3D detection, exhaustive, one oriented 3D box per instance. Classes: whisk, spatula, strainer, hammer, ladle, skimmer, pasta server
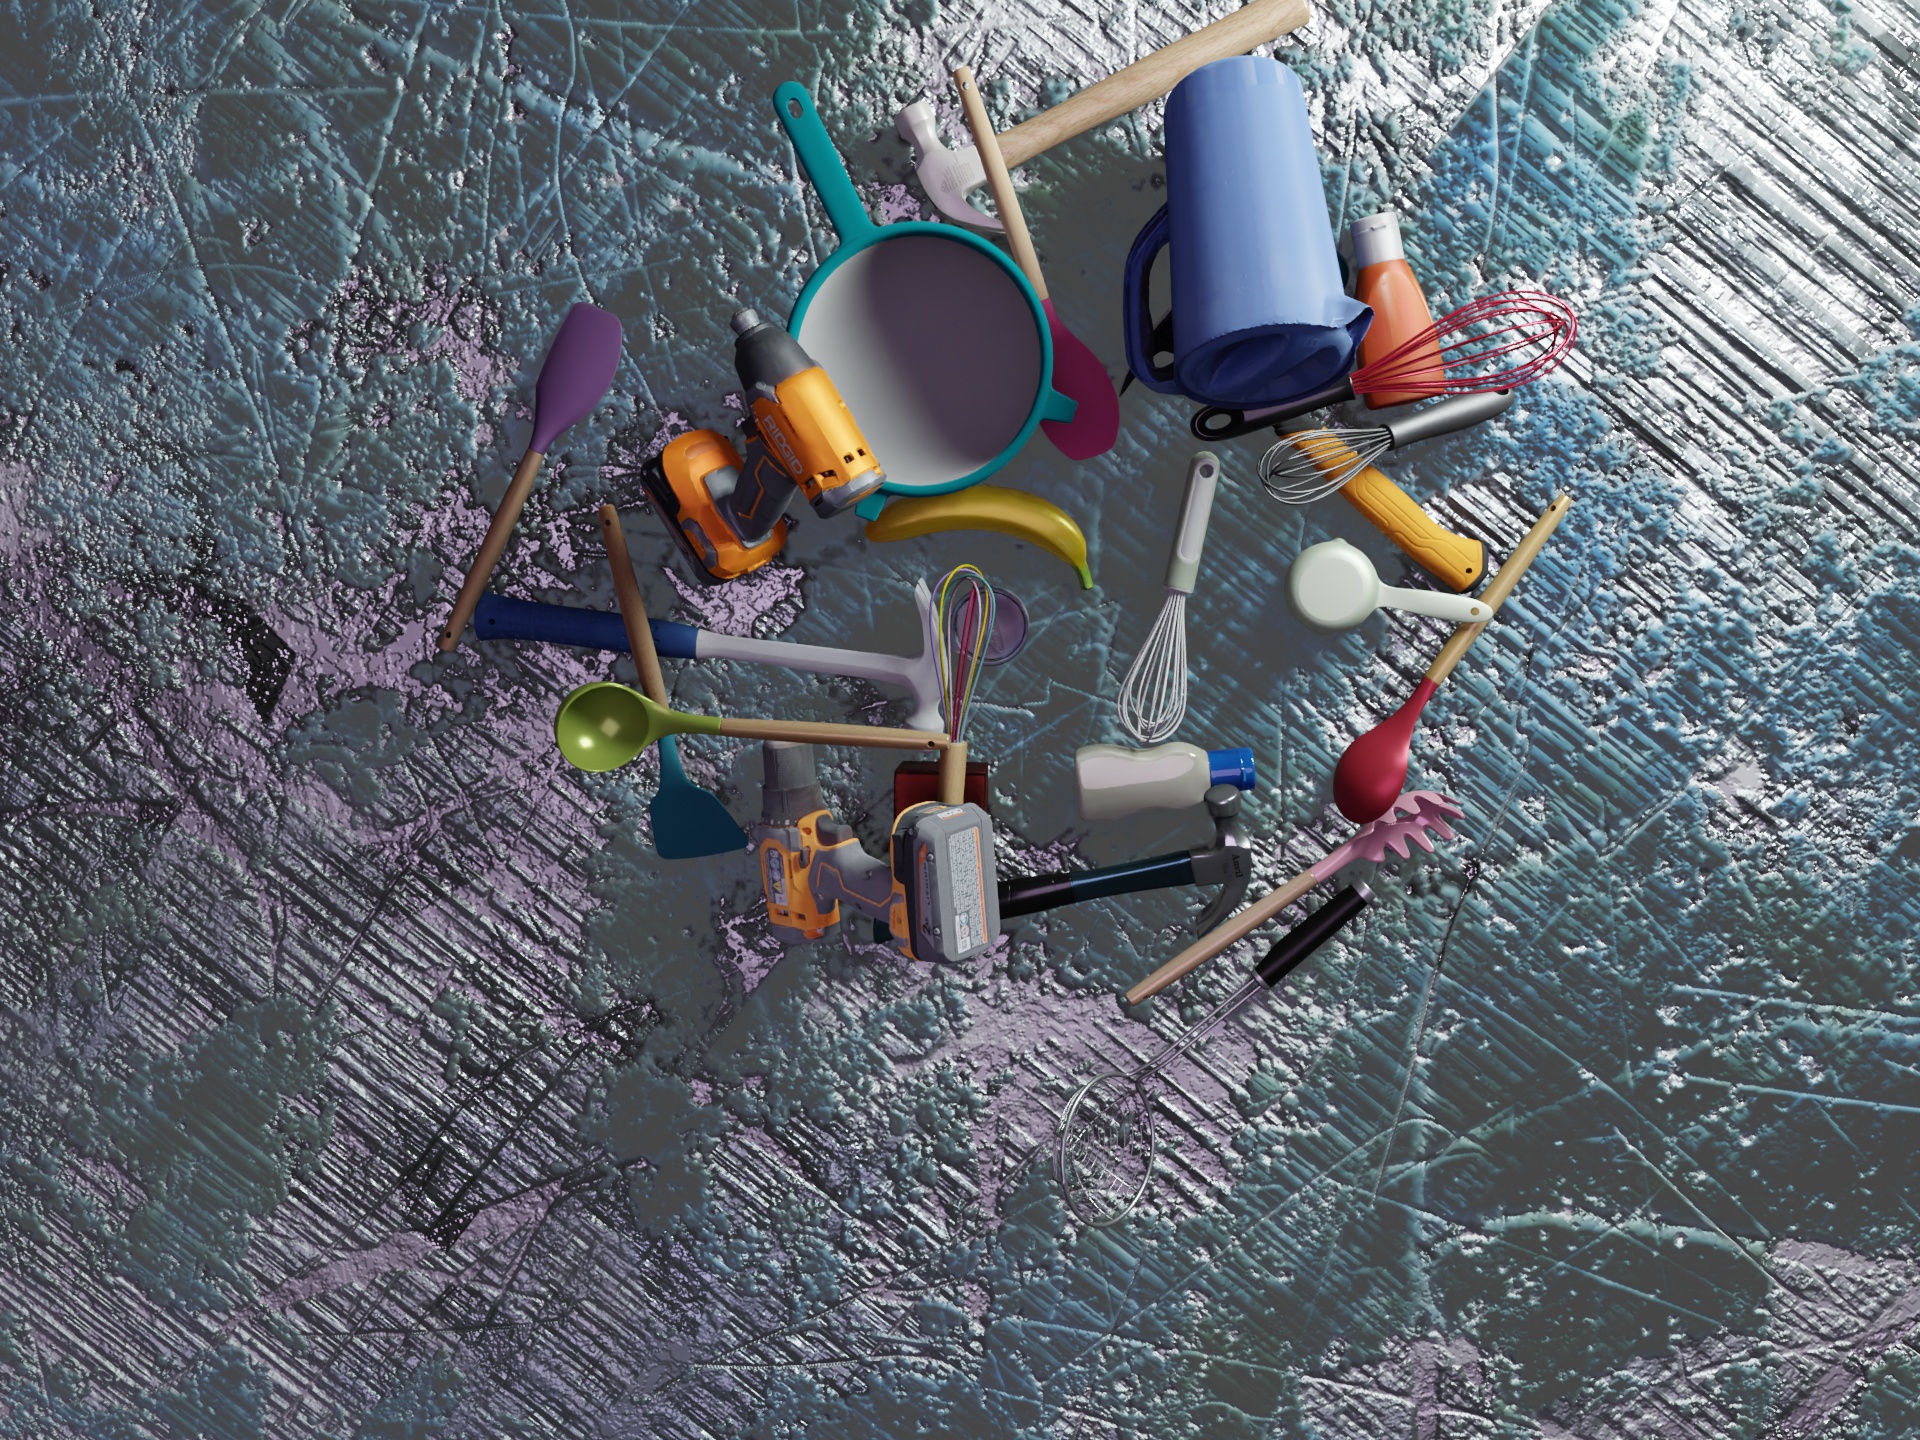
[{"bbox_3d":[0.338,-0.222,1.250,0.239,0.055,0.055,-21,96,-15],"label":"whisk"},{"bbox_3d":[-0.366,-0.201,1.337,0.060,0.018,0.316,26,91,3],"label":"spatula"},{"bbox_3d":[-0.060,-0.341,1.273,0.211,0.095,0.340,-26,93,5],"label":"strainer"},{"bbox_3d":[0.082,0.142,1.346,0.331,0.033,0.128,-11,115,10],"label":"hammer"},{"bbox_3d":[0.288,-0.214,1.291,0.337,0.034,0.127,40,98,-2],"label":"hammer"},{"bbox_3d":[-0.169,0.012,1.277,0.320,0.062,0.078,4,115,7],"label":"ladle"},{"bbox_3d":[-0.256,-0.026,1.334,0.082,0.044,0.317,-9,104,9],"label":"spatula"},{"bbox_3d":[-0.210,-0.069,1.342,0.405,0.035,0.144,8,111,5],"label":"hammer"},{"bbox_3d":[0.177,-0.100,1.311,0.057,0.059,0.246,11,94,-9],"label":"whisk"},{"bbox_3d":[0.121,-0.494,1.268,0.331,0.031,0.130,-24,95,7],"label":"hammer"},{"bbox_3d":[0.220,0.276,1.336,0.363,0.090,0.127,-42,126,6],"label":"skimmer"},{"bbox_3d":[0.322,-0.265,1.229,0.296,0.073,0.073,-13,97,16],"label":"whisk"},{"bbox_3d":[0.000,-0.004,1.289,0.051,0.047,0.245,7,102,17],"label":"whisk"},{"bbox_3d":[0.402,-0.052,1.301,0.031,0.069,0.315,31,95,-41],"label":"ladle"},{"bbox_3d":[0.274,0.150,1.320,0.316,0.040,0.060,-34,134,0],"label":"pasta server"}]

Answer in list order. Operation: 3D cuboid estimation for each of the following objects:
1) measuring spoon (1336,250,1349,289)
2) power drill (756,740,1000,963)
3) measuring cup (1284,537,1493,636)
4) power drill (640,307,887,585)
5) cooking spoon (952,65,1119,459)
[{"bbox_3d":[0.255,-0.343,1.260,0.128,0.021,0.042,-24,88,-14],"label":"measuring spoon"},{"bbox_3d":[-0.080,0.099,1.299,0.226,0.084,0.185,4,103,42],"label":"power drill"},{"bbox_3d":[0.345,-0.099,1.287,0.167,0.038,0.083,11,99,14],"label":"measuring cup"},{"bbox_3d":[-0.164,-0.210,1.239,0.084,0.226,0.164,-34,96,-36],"label":"power drill"},{"bbox_3d":[0.055,-0.361,1.271,0.069,0.017,0.318,-16,109,18],"label":"cooking spoon"}]
